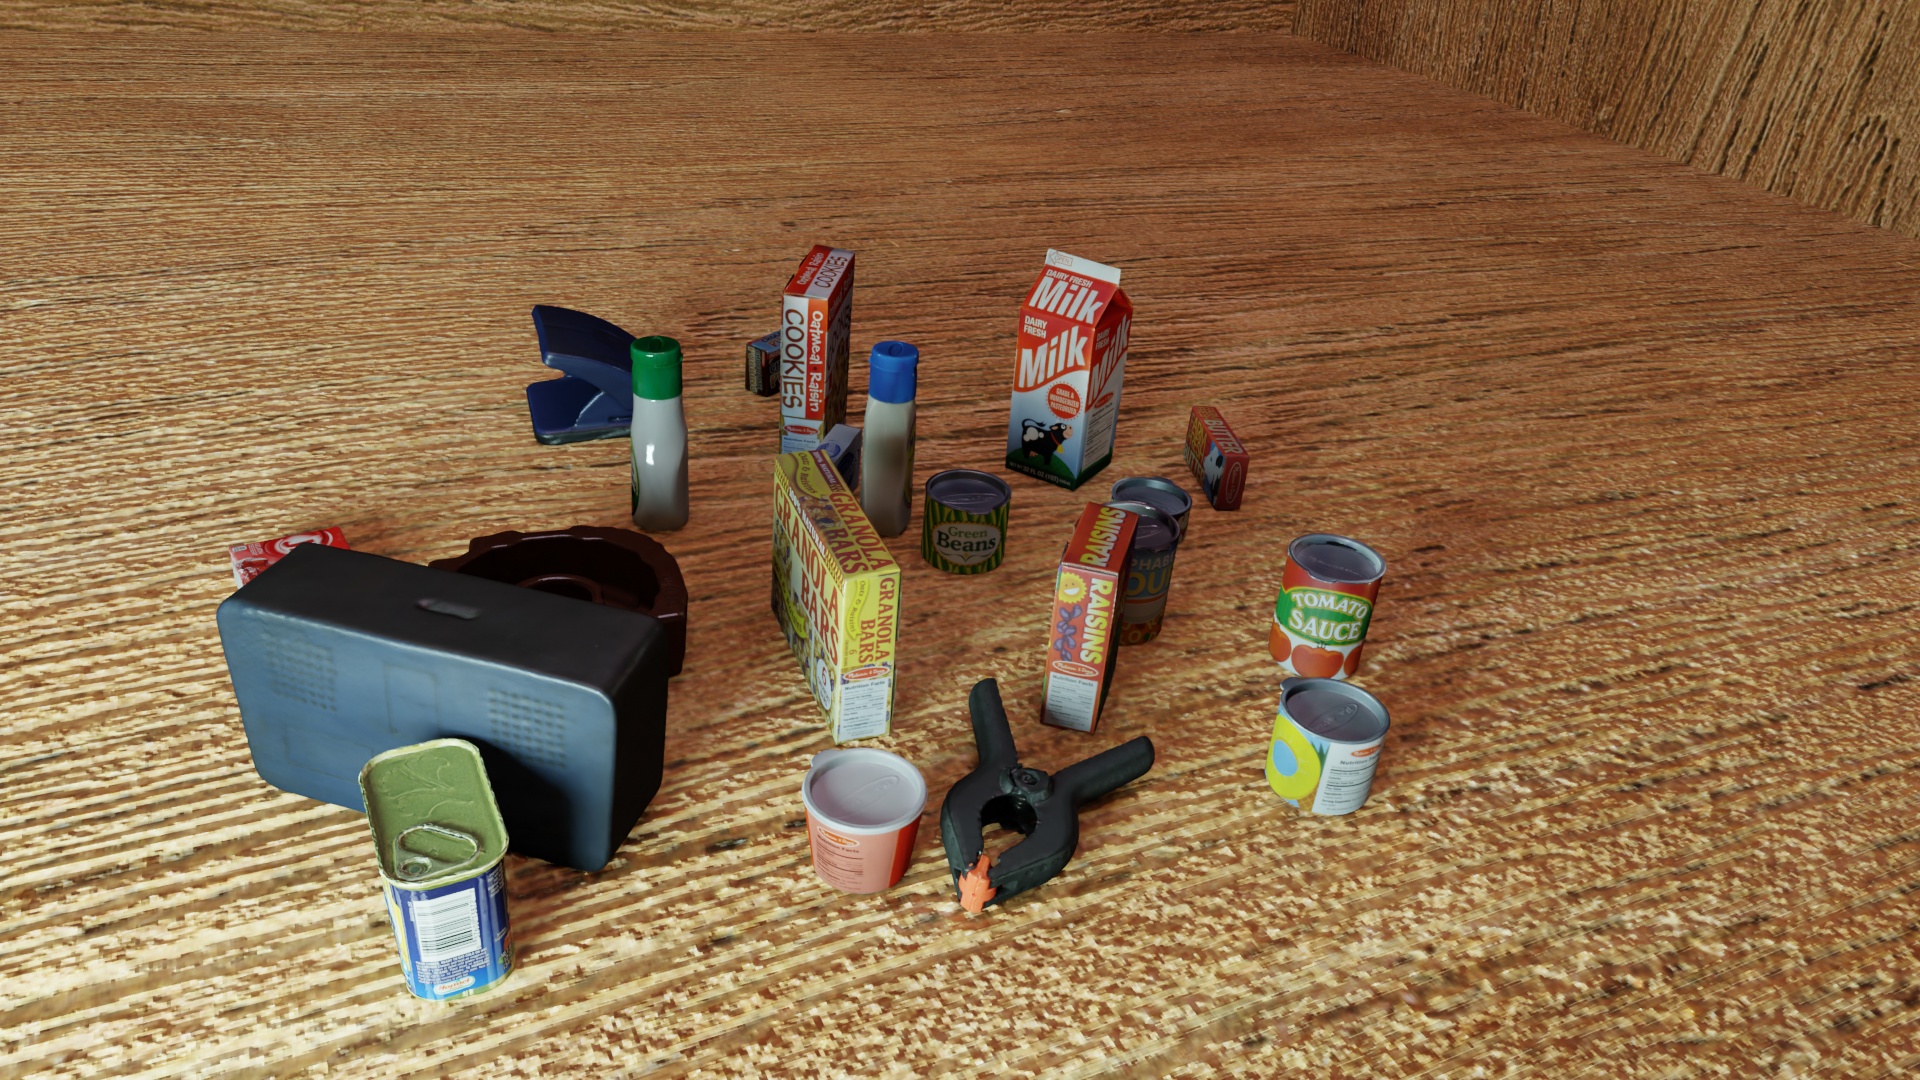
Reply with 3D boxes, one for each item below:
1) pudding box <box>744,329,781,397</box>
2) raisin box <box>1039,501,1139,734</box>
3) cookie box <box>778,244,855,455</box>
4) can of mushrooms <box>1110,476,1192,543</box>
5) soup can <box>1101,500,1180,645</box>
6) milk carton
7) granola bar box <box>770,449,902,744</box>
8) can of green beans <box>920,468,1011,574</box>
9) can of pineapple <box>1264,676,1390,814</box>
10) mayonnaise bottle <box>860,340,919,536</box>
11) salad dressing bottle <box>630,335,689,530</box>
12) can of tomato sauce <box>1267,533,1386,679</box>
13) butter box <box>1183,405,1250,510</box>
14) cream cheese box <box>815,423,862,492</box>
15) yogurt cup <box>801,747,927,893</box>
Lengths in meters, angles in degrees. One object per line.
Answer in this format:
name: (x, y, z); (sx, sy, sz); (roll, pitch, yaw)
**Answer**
pudding box: (-0.167, -0.174, 1.322); (0.030, 0.049, 0.084); (23, 34, 28)
raisin box: (0.083, 0.050, 0.901); (0.040, 0.122, 0.086); (12, 30, 12)
cookie box: (-0.122, -0.149, 1.168); (0.040, 0.166, 0.123); (7, 30, 3)
can of mushrooms: (0.154, -0.024, 1.131); (0.071, 0.033, 0.071); (4, 30, -2)
soup can: (0.119, 0.025, 0.990); (0.071, 0.083, 0.072); (4, 30, -2)
milk carton: (0.093, -0.148, 1.180); (0.072, 0.189, 0.074); (22, 33, 26)
granola bar box: (-0.084, 0.032, 0.902); (0.039, 0.123, 0.166); (-7, 32, -21)
can of green beans: (0.004, -0.015, 1.065); (0.071, 0.057, 0.071); (4, 30, -2)
can of pineapple: (0.225, 0.126, 0.858); (0.071, 0.057, 0.071); (4, 30, -2)
mayonnaise bottle: (-0.055, -0.080, 1.079); (0.041, 0.147, 0.065); (7, 29, 3)
salad dressing bottle: (-0.228, -0.081, 1.051); (0.044, 0.146, 0.064); (1, 30, -9)
can of tomato sauce: (0.255, 0.048, 0.975); (0.071, 0.082, 0.071); (4, 30, -2)
butter box: (0.222, -0.073, 1.210); (0.024, 0.052, 0.104); (1, 30, -9)
cream cheese box: (-0.106, -0.048, 1.110); (0.024, 0.053, 0.104); (11, 30, 9)
yogurt cup: (-0.054, 0.156, 0.762); (0.072, 0.053, 0.073); (4, 30, -2)
